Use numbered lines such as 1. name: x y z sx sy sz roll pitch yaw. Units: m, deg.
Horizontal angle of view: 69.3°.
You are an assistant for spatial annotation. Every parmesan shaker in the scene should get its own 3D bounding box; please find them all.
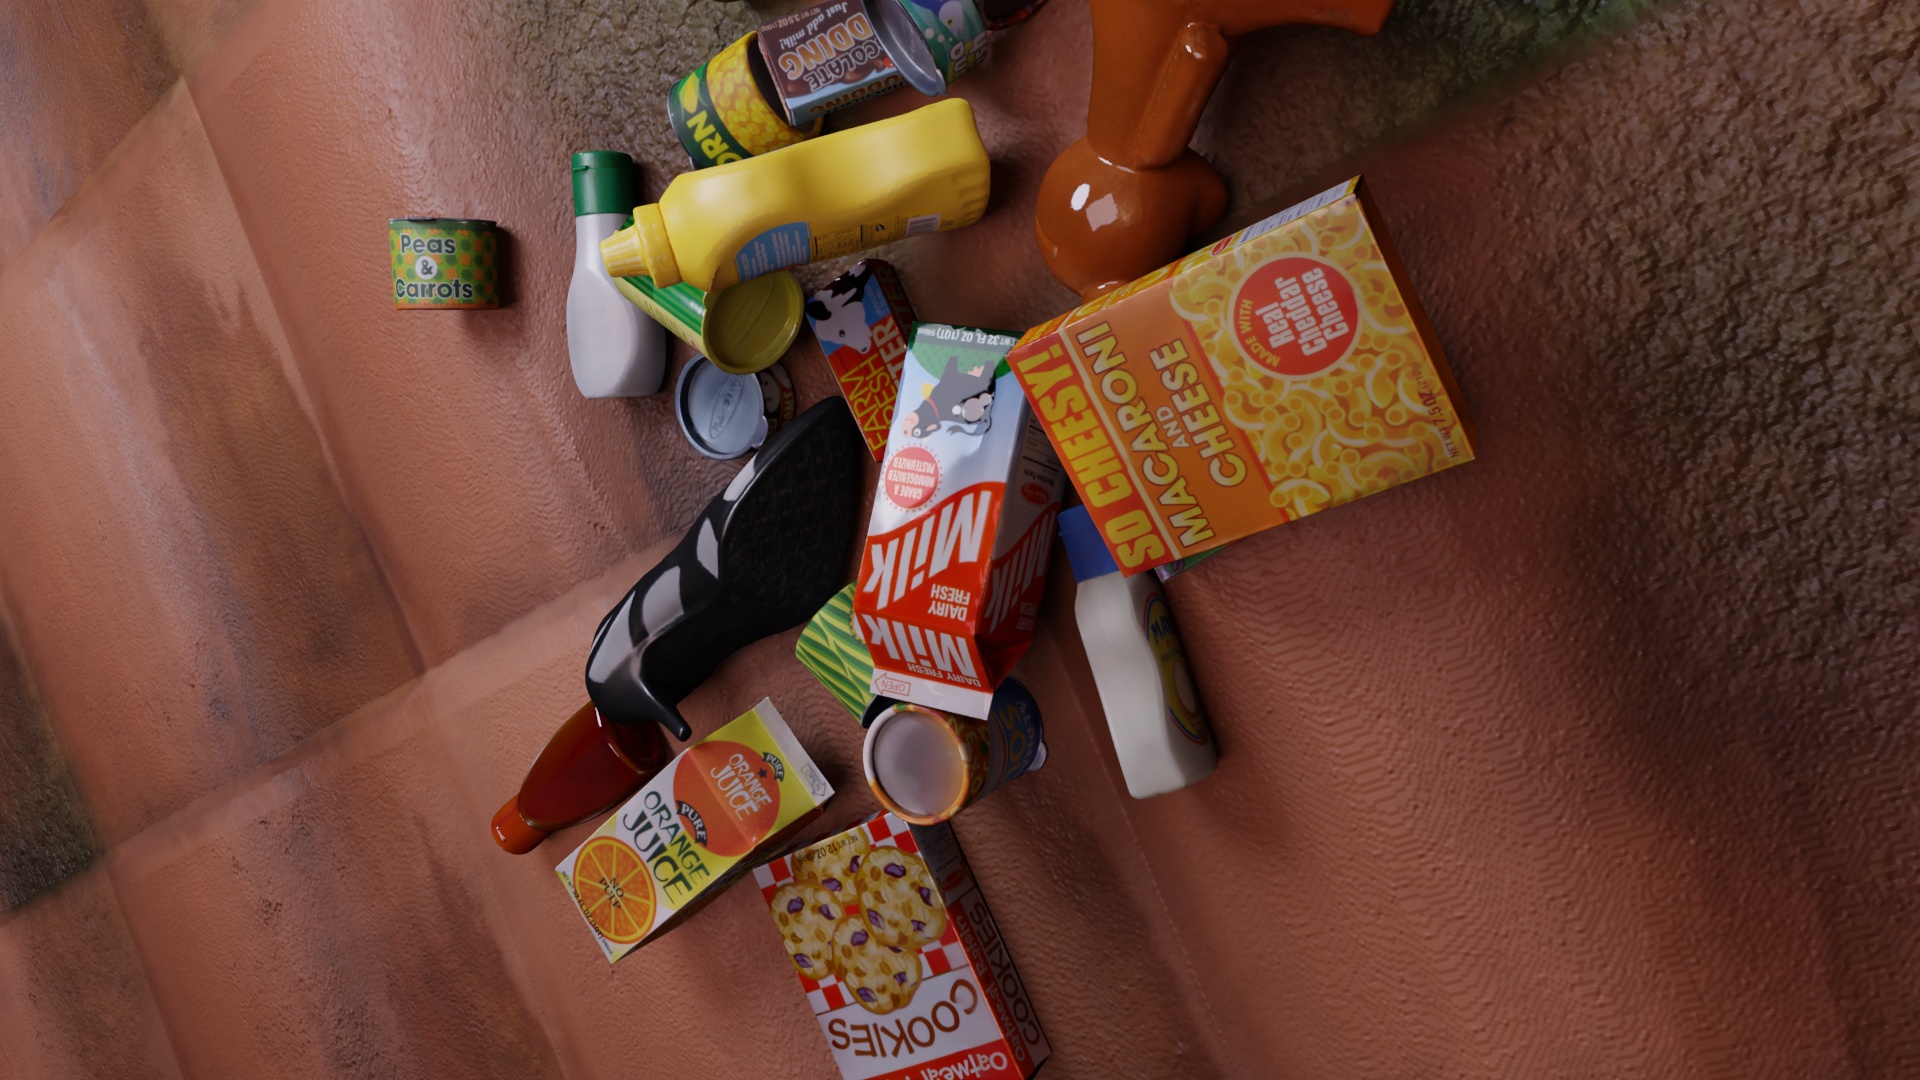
1. parmesan shaker: -0.147 -0.146 0.787 0.103 0.071 0.071 37 115 36

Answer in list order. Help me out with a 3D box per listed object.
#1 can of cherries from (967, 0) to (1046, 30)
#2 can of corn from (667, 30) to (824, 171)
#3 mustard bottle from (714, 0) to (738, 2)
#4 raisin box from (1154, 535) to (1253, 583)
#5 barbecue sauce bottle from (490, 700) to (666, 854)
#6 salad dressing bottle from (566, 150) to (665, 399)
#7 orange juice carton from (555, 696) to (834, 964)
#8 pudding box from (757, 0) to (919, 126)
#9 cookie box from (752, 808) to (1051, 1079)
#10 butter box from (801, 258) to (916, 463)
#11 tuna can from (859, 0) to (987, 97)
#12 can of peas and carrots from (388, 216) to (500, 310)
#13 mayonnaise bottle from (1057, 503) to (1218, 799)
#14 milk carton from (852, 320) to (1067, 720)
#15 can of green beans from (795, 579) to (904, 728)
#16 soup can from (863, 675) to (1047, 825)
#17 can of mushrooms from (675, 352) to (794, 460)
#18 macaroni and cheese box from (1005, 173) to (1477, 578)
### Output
1. can of cherries: 0.018 -0.298 0.687 0.058 0.072 0.071 50 118 13
2. can of corn: -0.118 -0.237 0.770 0.058 0.071 0.071 -22 86 30
3. mustard bottle: -0.085 -0.352 0.746 0.160 0.049 0.065 -21 87 30
4. raisin box: 0.133 -0.046 0.674 0.123 0.040 0.086 -32 81 29
5. barbecue sauce bottle: -0.260 0.161 0.927 0.148 0.044 0.065 -39 78 29
6. salad dressing bottle: -0.214 -0.161 0.852 0.064 0.044 0.147 0 97 31
7. orange juice carton: -0.156 0.175 0.852 0.192 0.073 0.072 -42 77 27
8. pudding box: -0.060 -0.258 0.734 0.084 0.030 0.049 -21 89 -5
9. cookie box: -0.037 0.246 0.814 0.122 0.040 0.167 -28 84 30
10. butter box: -0.044 -0.100 0.775 0.053 0.024 0.103 -30 82 30
11. tuna can: -0.017 -0.255 0.686 0.033 0.071 0.071 -38 76 -7
12. can of peas and carrots: -0.335 -0.179 0.902 0.071 0.071 0.058 5 101 29
13. mayonnaise bottle: 0.087 0.052 0.703 0.041 0.065 0.148 -19 84 27
14. milk carton: 0.003 -0.009 0.708 0.072 0.073 0.190 10 87 27
15. can of green beans: -0.050 0.062 0.779 0.058 0.071 0.071 44 116 17
16. soup can: -0.001 0.111 0.748 0.071 0.084 0.071 5 100 28
17. can of mushrooms: -0.132 -0.080 0.823 0.071 0.033 0.071 5 99 29
18. macaroni and cheese box: 0.122 -0.066 0.611 0.166 0.040 0.123 -21 106 29
